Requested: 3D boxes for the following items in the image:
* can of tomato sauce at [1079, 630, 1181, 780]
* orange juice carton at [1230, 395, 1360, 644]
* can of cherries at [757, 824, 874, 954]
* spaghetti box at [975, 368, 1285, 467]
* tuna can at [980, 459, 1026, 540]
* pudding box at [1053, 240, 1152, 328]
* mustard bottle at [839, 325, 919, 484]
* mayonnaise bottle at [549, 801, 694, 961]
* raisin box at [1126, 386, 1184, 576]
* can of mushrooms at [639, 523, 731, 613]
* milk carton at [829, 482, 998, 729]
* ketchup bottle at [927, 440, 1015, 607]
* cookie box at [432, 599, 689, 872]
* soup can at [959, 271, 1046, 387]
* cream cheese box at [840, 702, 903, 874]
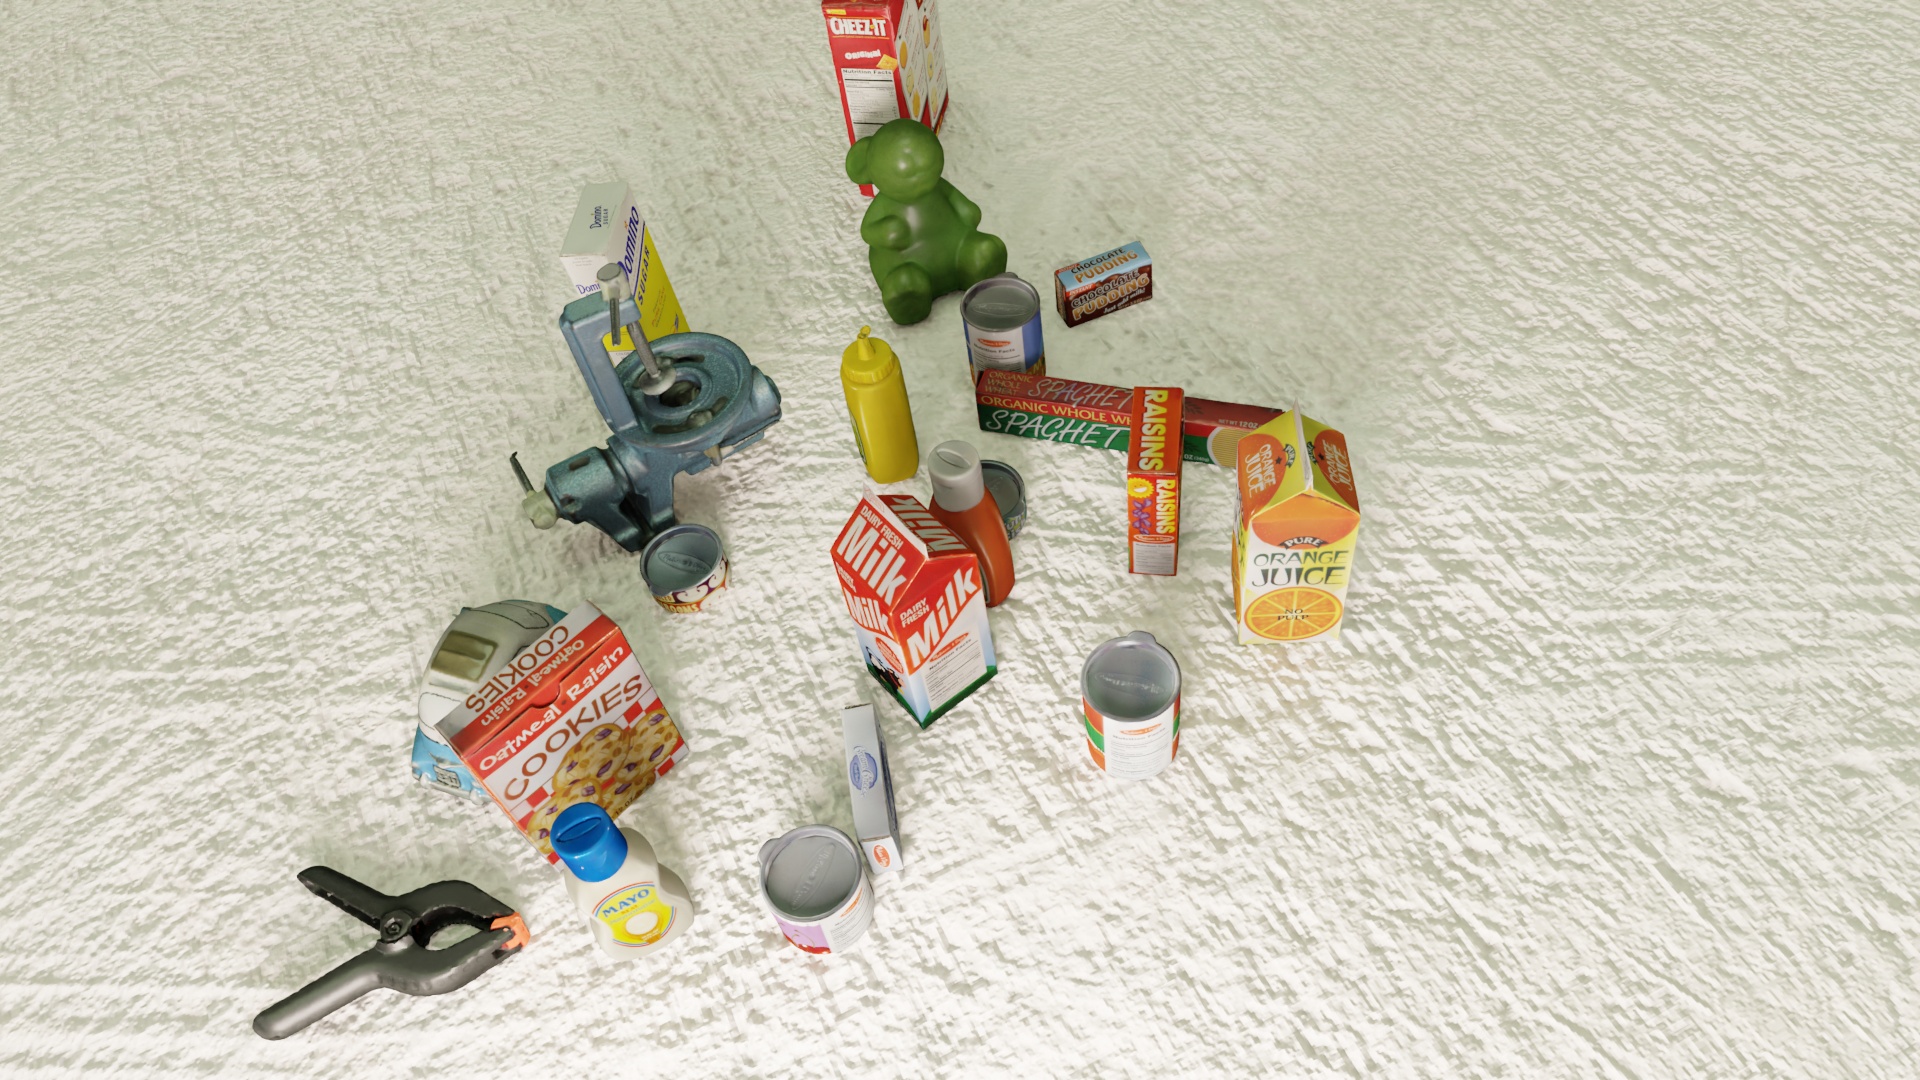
[{"bbox_3d":[0.116,0.113,0.941,0.071,0.082,0.071,-4,52,5],"label":"can of tomato sauce"},{"bbox_3d":[0.227,-0.010,0.951,0.073,0.191,0.072,-3,53,6],"label":"orange juice carton"},{"bbox_3d":[-0.094,0.225,0.899,0.071,0.058,0.072,-4,52,5],"label":"can of cherries"},{"bbox_3d":[0.133,-0.097,1.121,0.250,0.050,0.029,10,55,15],"label":"spaghetti box"},{"bbox_3d":[0.021,-0.028,1.094,0.071,0.032,0.071,-4,52,5],"label":"tuna can"},{"bbox_3d":[0.126,-0.226,1.221,0.084,0.049,0.030,-21,53,-8],"label":"pudding box"},{"bbox_3d":[-0.066,-0.113,1.091,0.049,0.159,0.065,-17,52,-5],"label":"mustard bottle"},{"bbox_3d":[-0.215,0.213,0.869,0.065,0.147,0.041,-26,54,-12],"label":"mayonnaise bottle"},{"bbox_3d":[0.145,-0.043,1.031,0.040,0.122,0.086,3,53,10],"label":"raisin box"},{"bbox_3d":[-0.216,0.024,1.087,0.071,0.033,0.071,-4,52,5],"label":"can of mushrooms"},{"bbox_3d":[-0.032,0.040,0.950,0.074,0.189,0.072,-35,56,-18],"label":"milk carton"},{"bbox_3d":[0.004,-0.013,1.012,0.065,0.148,0.044,26,60,25],"label":"ketchup bottle"},{"bbox_3d":[-0.258,0.133,0.924,0.040,0.166,0.123,33,64,28],"label":"cookie box"},{"bbox_3d":[0.038,-0.172,1.170,0.071,0.083,0.072,-4,52,5],"label":"soup can"},{"bbox_3d":[-0.060,0.168,0.942,0.024,0.053,0.104,-11,52,0],"label":"cream cheese box"}]
